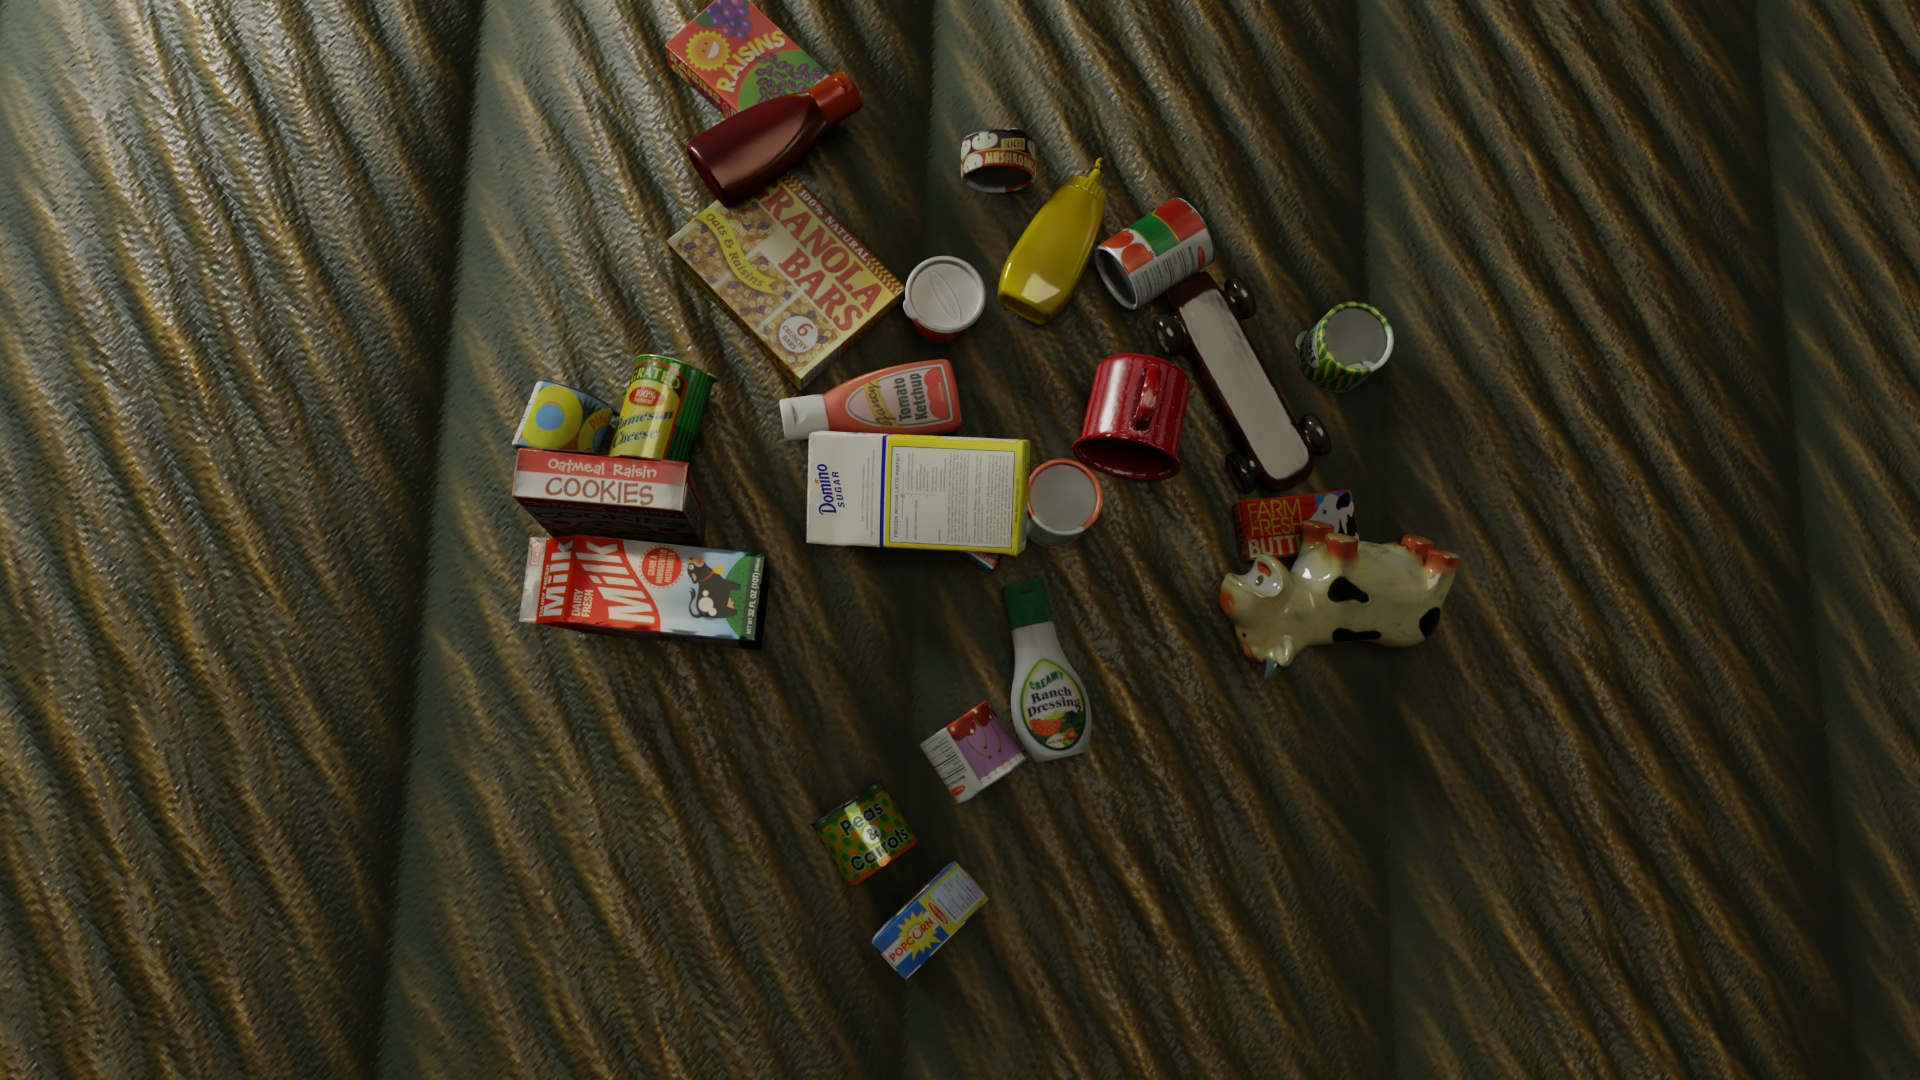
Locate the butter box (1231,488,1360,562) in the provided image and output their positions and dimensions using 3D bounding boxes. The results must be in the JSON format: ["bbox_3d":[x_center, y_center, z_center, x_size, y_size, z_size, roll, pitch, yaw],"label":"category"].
[{"bbox_3d":[0.290,-0.012,1.198,0.103,0.024,0.053,-6,80,-6],"label":"butter box"}]

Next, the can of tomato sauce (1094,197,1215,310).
[{"bbox_3d":[0.168,-0.250,1.213,0.083,0.071,0.071,-33,84,-10],"label":"can of tomato sauce"}]

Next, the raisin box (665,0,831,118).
[{"bbox_3d":[-0.186,-0.414,1.224,0.123,0.040,0.086,43,79,2],"label":"raisin box"}]

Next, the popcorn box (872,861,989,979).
[{"bbox_3d":[-0.024,0.287,1.058,0.085,0.126,0.038,-41,82,-11],"label":"popcorn box"}]

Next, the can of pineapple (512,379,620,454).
[{"bbox_3d":[-0.323,-0.091,1.134,0.071,0.071,0.058,19,79,-2],"label":"can of pineapple"}]

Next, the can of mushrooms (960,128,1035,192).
[{"bbox_3d":[0.034,-0.331,1.213,0.071,0.071,0.033,1,81,-5],"label":"can of mushrooms"}]

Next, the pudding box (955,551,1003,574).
[{"bbox_3d":[0.004,-0.015,1.169,0.084,0.030,0.050,34,79,2],"label":"pudding box"}]

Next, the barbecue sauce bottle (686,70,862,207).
[{"bbox_3d":[-0.153,-0.344,1.173,0.149,0.043,0.065,-35,77,-11],"label":"barbecue sauce bottle"}]

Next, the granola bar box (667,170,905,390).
[{"bbox_3d":[-0.148,-0.230,1.192,0.124,0.039,0.165,-43,85,-12],"label":"granola bar box"}]

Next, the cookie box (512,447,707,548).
[{"bbox_3d":[-0.266,-0.029,1.076,0.123,0.167,0.040,4,79,-5],"label":"cookie box"}]

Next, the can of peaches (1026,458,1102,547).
[{"bbox_3d":[0.083,-0.033,1.166,0.071,0.058,0.071,1,80,-5],"label":"can of peaches"}]

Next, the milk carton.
[{"bbox_3d":[-0.252,0.041,1.112,0.191,0.073,0.072,5,79,-4],"label":"milk carton"}]

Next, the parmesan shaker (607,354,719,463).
[{"bbox_3d":[-0.246,-0.092,1.141,0.071,0.071,0.103,14,78,-3],"label":"parmesan shaker"}]

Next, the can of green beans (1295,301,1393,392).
[{"bbox_3d":[0.337,-0.169,1.216,0.071,0.057,0.071,1,79,-5],"label":"can of green beans"}]

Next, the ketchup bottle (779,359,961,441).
[{"bbox_3d":[-0.077,-0.112,1.174,0.149,0.043,0.065,-9,85,-6],"label":"ketchup bottle"}]

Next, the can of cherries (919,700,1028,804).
[{"bbox_3d":[0.011,0.169,1.117,0.071,0.071,0.058,-33,83,-10],"label":"can of cherries"}]

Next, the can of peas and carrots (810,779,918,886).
[{"bbox_3d":[-0.075,0.230,1.093,0.071,0.071,0.059,-32,84,-10],"label":"can of peas and carrots"}]

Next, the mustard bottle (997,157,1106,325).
[{"bbox_3d":[0.091,-0.267,1.217,0.065,0.048,0.160,29,77,2],"label":"mustard bottle"}]

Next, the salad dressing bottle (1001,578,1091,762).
[{"bbox_3d":[0.067,0.106,1.144,0.064,0.044,0.148,-12,80,-6],"label":"salad dressing bottle"}]

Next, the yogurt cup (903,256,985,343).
[{"bbox_3d":[-0.015,-0.203,1.191,0.072,0.054,0.072,1,79,-5],"label":"yogurt cup"}]
